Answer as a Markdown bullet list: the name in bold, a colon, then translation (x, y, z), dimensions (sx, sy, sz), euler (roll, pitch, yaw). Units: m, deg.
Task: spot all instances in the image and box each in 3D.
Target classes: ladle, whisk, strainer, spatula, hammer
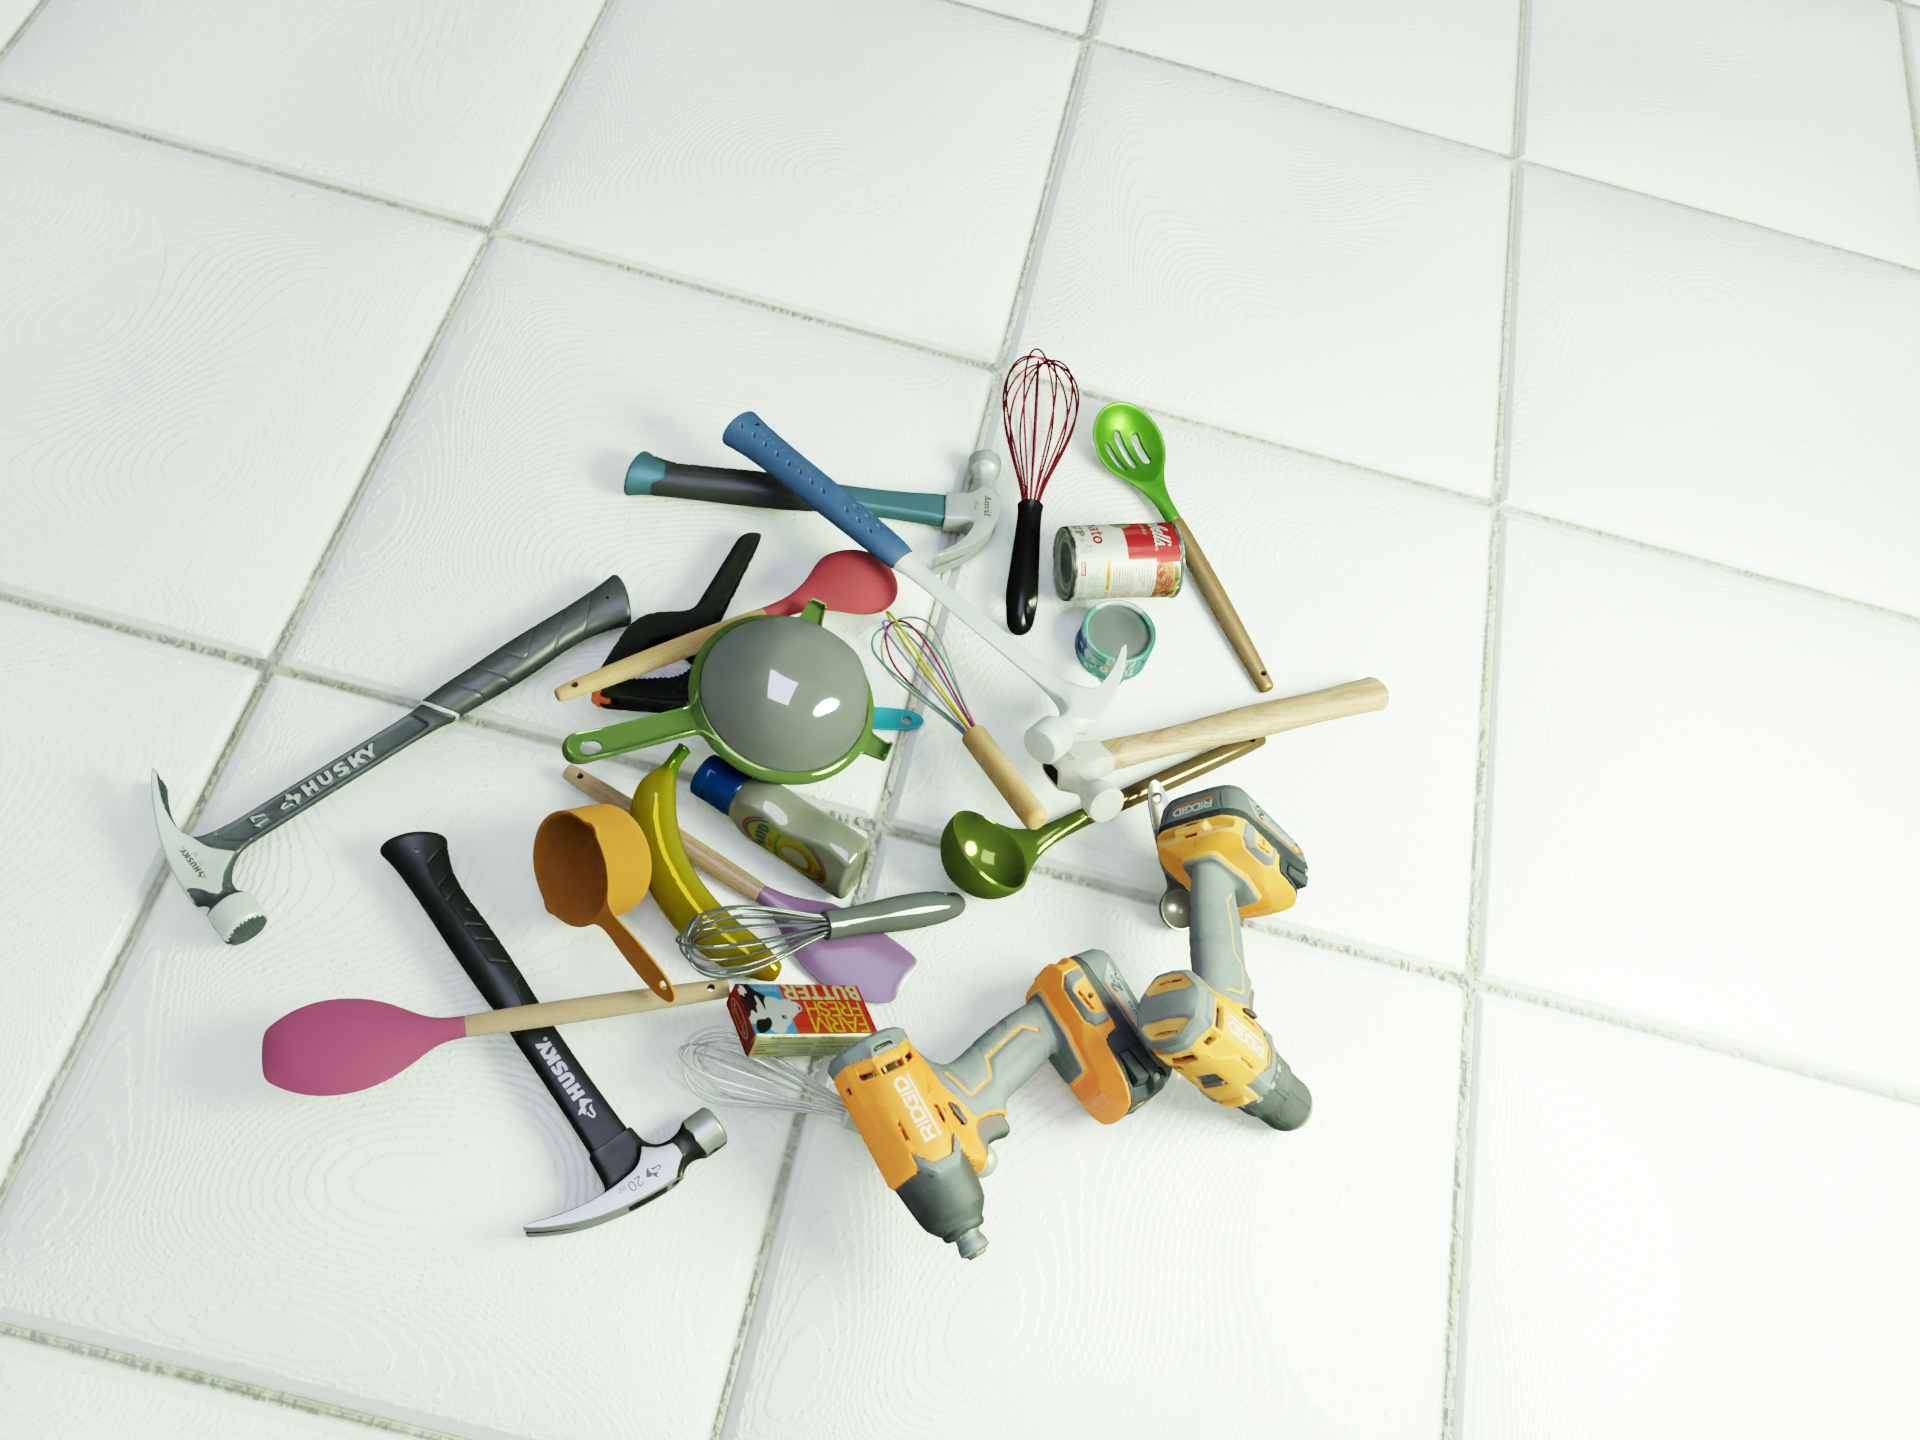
- **ladle**: translation (0.125, 0.063, 1.297), dimensions (0.320, 0.062, 0.078), euler (-22, 65, -23)
- **whisk**: translation (-0.003, -0.005, 1.288), dimensions (0.051, 0.047, 0.245), euler (-16, 52, -29)
- **whisk**: translation (-0.099, 0.153, 1.191), dimensions (0.239, 0.055, 0.055), euler (-6, 62, -31)
- **ladle**: translation (-0.183, -0.077, 1.294), dimensions (0.315, 0.031, 0.069), euler (-24, 68, -27)
- **strainer**: translation (-0.175, -0.018, 1.207), dimensions (0.256, 0.069, 0.152), euler (-16, 70, -30)
- **spatula**: translation (-0.177, 0.122, 1.232), dimensions (0.316, 0.018, 0.060), euler (32, 65, 7)
- **hammer**: translation (-0.323, 0.214, 1.148), dimensions (0.146, 0.035, 0.335), euler (-32, 72, -24)
- **whisk**: translation (-0.088, 0.280, 1.151), dimensions (0.246, 0.059, 0.058), euler (21, 97, -2)
- **hammer**: translation (-0.128, -0.200, 1.407), dimensions (0.331, 0.033, 0.128), euler (6, 60, -7)
- **whisk**: translation (0.065, -0.210, 1.432), dimensions (0.073, 0.073, 0.296), euler (9, 66, -5)
- **hammer**: translation (0.218, 0.006, 1.336), dimensions (0.331, 0.031, 0.130), euler (-12, 34, -24)
- **hammer**: translation (-0.429, 0.000, 1.246), dimensions (0.409, 0.036, 0.149), euler (-37, 73, -25)
- **hammer**: translation (-0.036, -0.128, 1.331), dimensions (0.406, 0.035, 0.144), euler (40, 46, 12)

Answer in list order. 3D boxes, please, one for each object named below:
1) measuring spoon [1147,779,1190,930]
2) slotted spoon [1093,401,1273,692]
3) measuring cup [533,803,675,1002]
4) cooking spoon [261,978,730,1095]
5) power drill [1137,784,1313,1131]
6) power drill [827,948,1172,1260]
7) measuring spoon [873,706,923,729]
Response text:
- **measuring spoon**: translation (0.165, 0.109, 1.286), dimensions (0.034, 0.018, 0.124), euler (-3, 76, -24)
- **slotted spoon**: translation (0.205, -0.159, 1.447), dimensions (0.070, 0.031, 0.314), euler (-19, 68, -18)
- **measuring cup**: translation (-0.244, 0.135, 1.170), dimensions (0.174, 0.095, 0.052), euler (47, 33, 20)
- **cooking spoon**: translation (-0.322, 0.211, 1.119), dimensions (0.319, 0.017, 0.069), euler (-6, 63, -14)
- **power drill**: translation (0.213, 0.187, 1.207), dimensions (0.185, 0.084, 0.226), euler (42, 44, -34)
- **power drill**: translation (0.038, 0.271, 1.135), dimensions (0.226, 0.084, 0.164), euler (-19, 67, -31)
- **measuring spoon**: translation (-0.094, 0.002, 1.317), dimensions (0.128, 0.021, 0.042), euler (2, 62, -19)
